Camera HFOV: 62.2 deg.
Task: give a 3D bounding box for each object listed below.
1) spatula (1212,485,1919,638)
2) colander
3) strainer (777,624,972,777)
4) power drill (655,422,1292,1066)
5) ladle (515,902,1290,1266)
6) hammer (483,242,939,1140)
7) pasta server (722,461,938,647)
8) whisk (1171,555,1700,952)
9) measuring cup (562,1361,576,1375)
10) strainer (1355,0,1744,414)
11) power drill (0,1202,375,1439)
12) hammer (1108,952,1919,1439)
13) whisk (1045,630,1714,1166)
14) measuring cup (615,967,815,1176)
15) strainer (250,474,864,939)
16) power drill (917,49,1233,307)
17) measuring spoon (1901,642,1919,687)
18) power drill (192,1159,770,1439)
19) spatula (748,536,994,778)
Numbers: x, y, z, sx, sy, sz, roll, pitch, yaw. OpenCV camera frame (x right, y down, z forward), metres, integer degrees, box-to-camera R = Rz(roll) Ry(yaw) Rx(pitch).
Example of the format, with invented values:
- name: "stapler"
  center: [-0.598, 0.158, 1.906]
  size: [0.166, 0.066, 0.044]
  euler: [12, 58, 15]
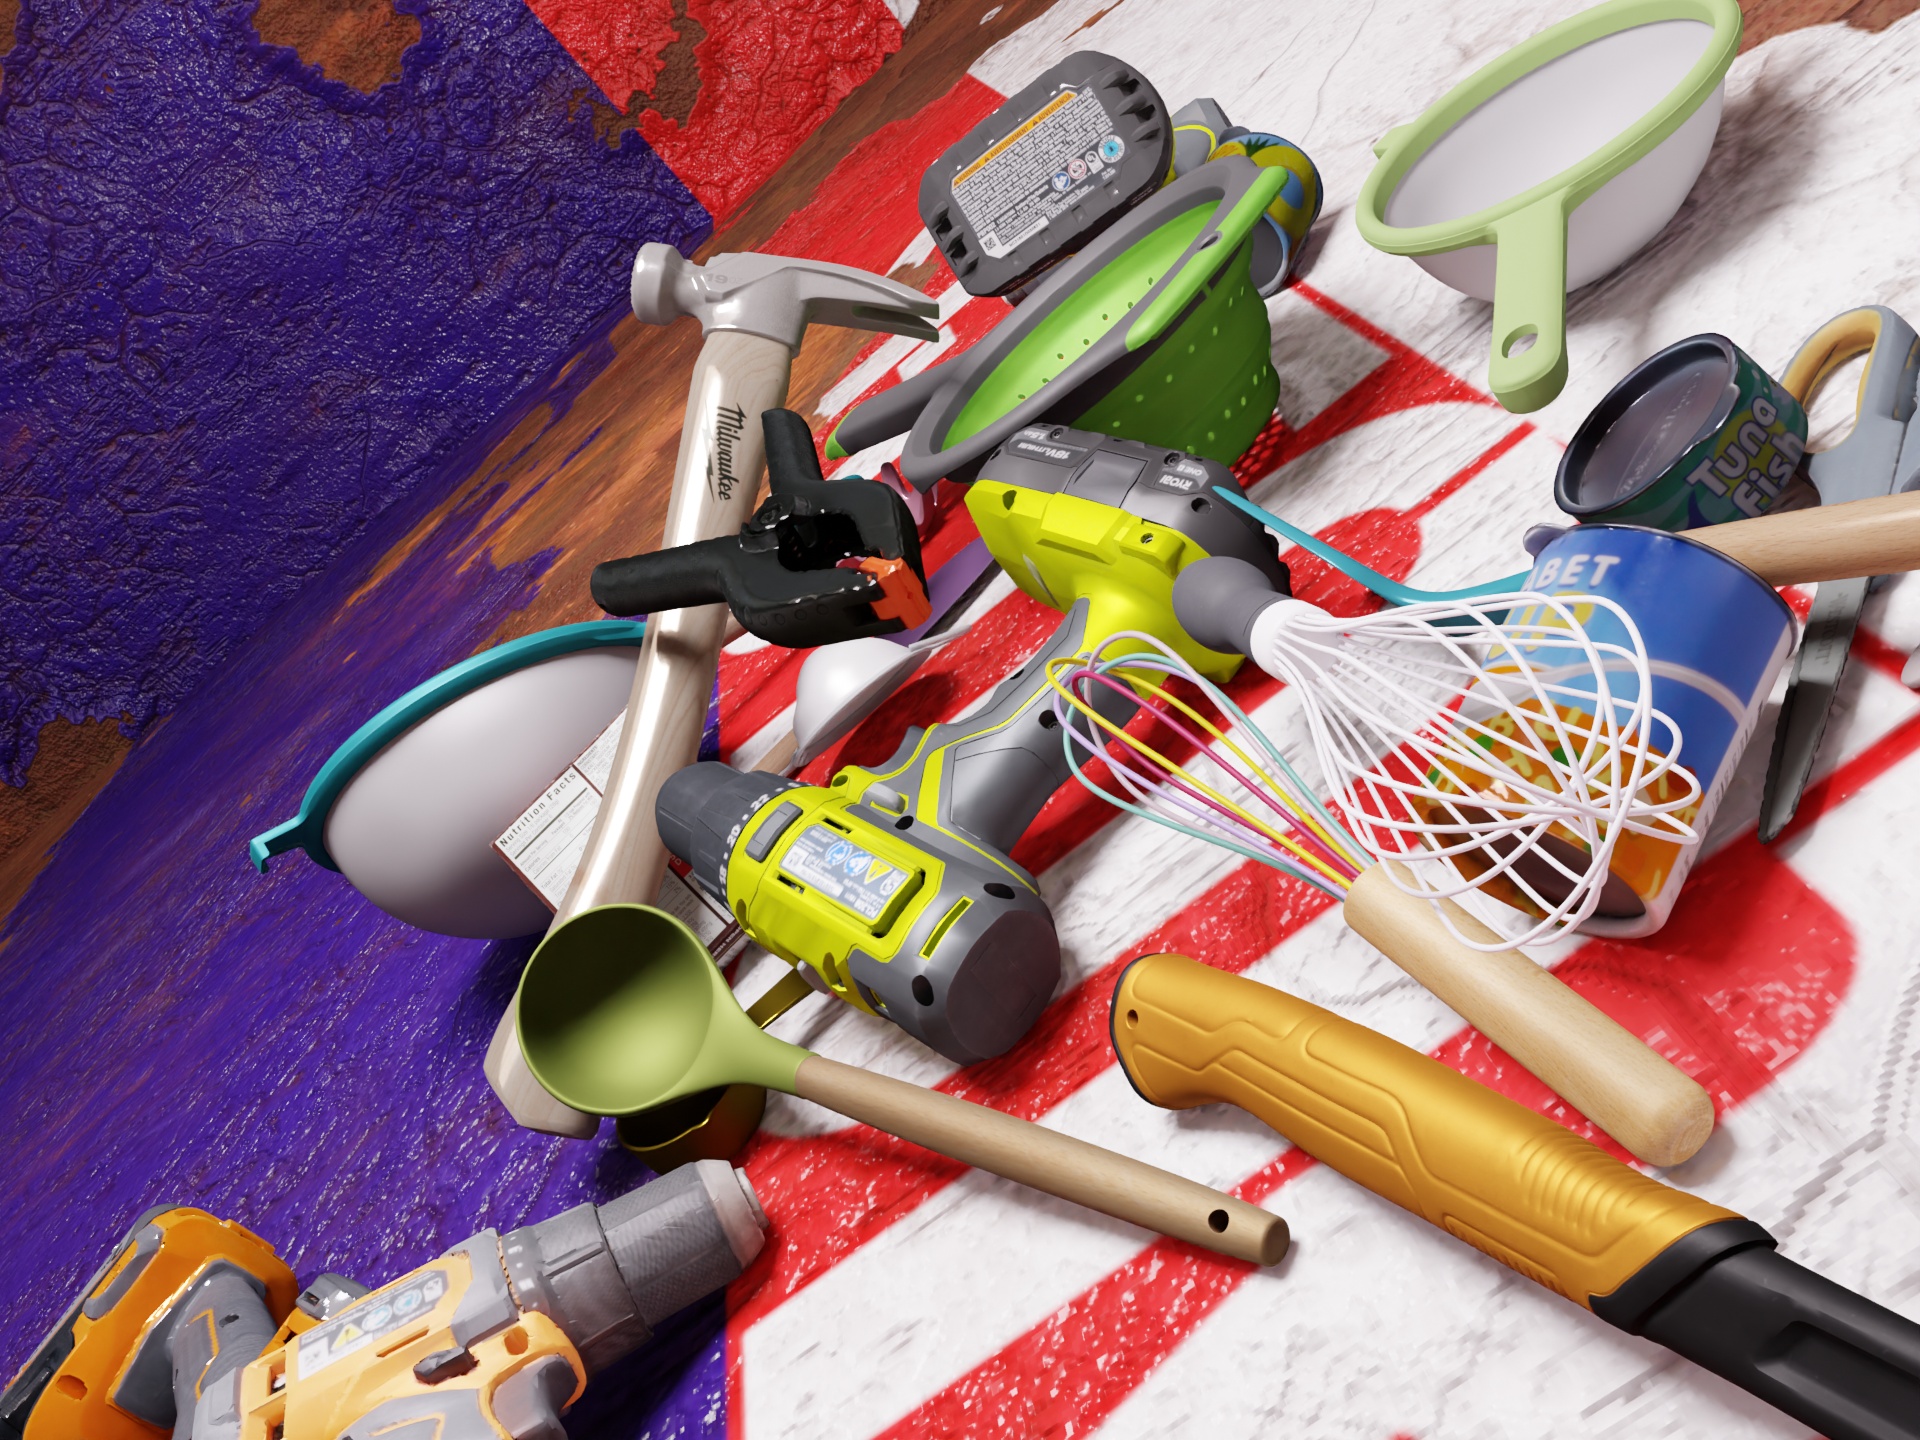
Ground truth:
- name: "spatula"
  center: [0.191, -0.052, 0.424]
  size: [0.317, 0.082, 0.044]
  euler: [-4, 64, 58]
- name: "colander"
  center: [0.039, -0.150, 0.797]
  size: [0.204, 0.094, 0.397]
  euler: [-51, 20, -19]
- name: "strainer"
  center: [-0.097, 0.037, 0.755]
  size: [0.258, 0.050, 0.087]
  euler: [-49, -5, 4]
- name: "power drill"
  center: [-0.001, -0.002, 0.599]
  size: [0.191, 0.080, 0.228]
  euler: [23, 68, 44]
- name: "ladle"
  center: [-0.039, 0.116, 0.503]
  size: [0.320, 0.062, 0.078]
  euler: [5, 70, 46]
- name: "hammer"
  center: [-0.114, -0.026, 0.692]
  size: [0.038, 0.146, 0.411]
  euler: [89, -169, -70]
- name: "pasta server"
  center: [-0.141, -0.053, 0.886]
  size: [0.316, 0.040, 0.060]
  euler: [-32, 32, -13]
- name: "whisk"
  center: [0.096, -0.015, 0.404]
  size: [0.070, 0.070, 0.285]
  euler: [-42, 14, 4]
- name: "measuring cup"
  center: [-0.164, 0.283, 0.499]
  size: [0.083, 0.038, 0.168]
  euler: [-14, 27, 40]
- name: "strainer"
  center: [0.223, -0.175, 0.587]
  size: [0.151, 0.069, 0.257]
  euler: [-20, 35, 36]
- name: "power drill"
  center: [-0.315, 0.293, 0.648]
  size: [0.226, 0.084, 0.164]
  euler: [-3, 47, 48]
- name: "hammer"
  center: [0.124, 0.092, 0.315]
  size: [0.337, 0.034, 0.127]
  euler: [-167, 81, -65]
- name: "whisk"
  center: [0.094, 0.037, 0.431]
  size: [0.051, 0.047, 0.245]
  euler: [-47, 41, 0]
- name: "measuring cup"
  center: [-0.064, 0.117, 0.618]
  size: [0.156, 0.029, 0.062]
  euler: [-40, 28, -15]
- name: "strainer"
  center: [-0.162, 0.012, 0.793]
  size: [0.340, 0.095, 0.211]
  euler: [-36, -16, 11]
- name: "power drill"
  center: [0.069, -0.294, 0.906]
  size: [0.171, 0.080, 0.223]
  euler: [-31, 0, 23]
- name: "measuring spoon"
  center: [0.257, -0.059, 0.366]
  size: [0.124, 0.018, 0.034]
  euler: [-60, 0, 27]
- name: "power drill"
  center: [-0.121, 0.221, 0.451]
  size: [0.185, 0.084, 0.226]
  euler: [-25, 22, -15]
- name: "spatula"
  center: [-0.089, 0.018, 0.805]
  size: [0.316, 0.018, 0.060]
  euler: [-47, 22, -10]
